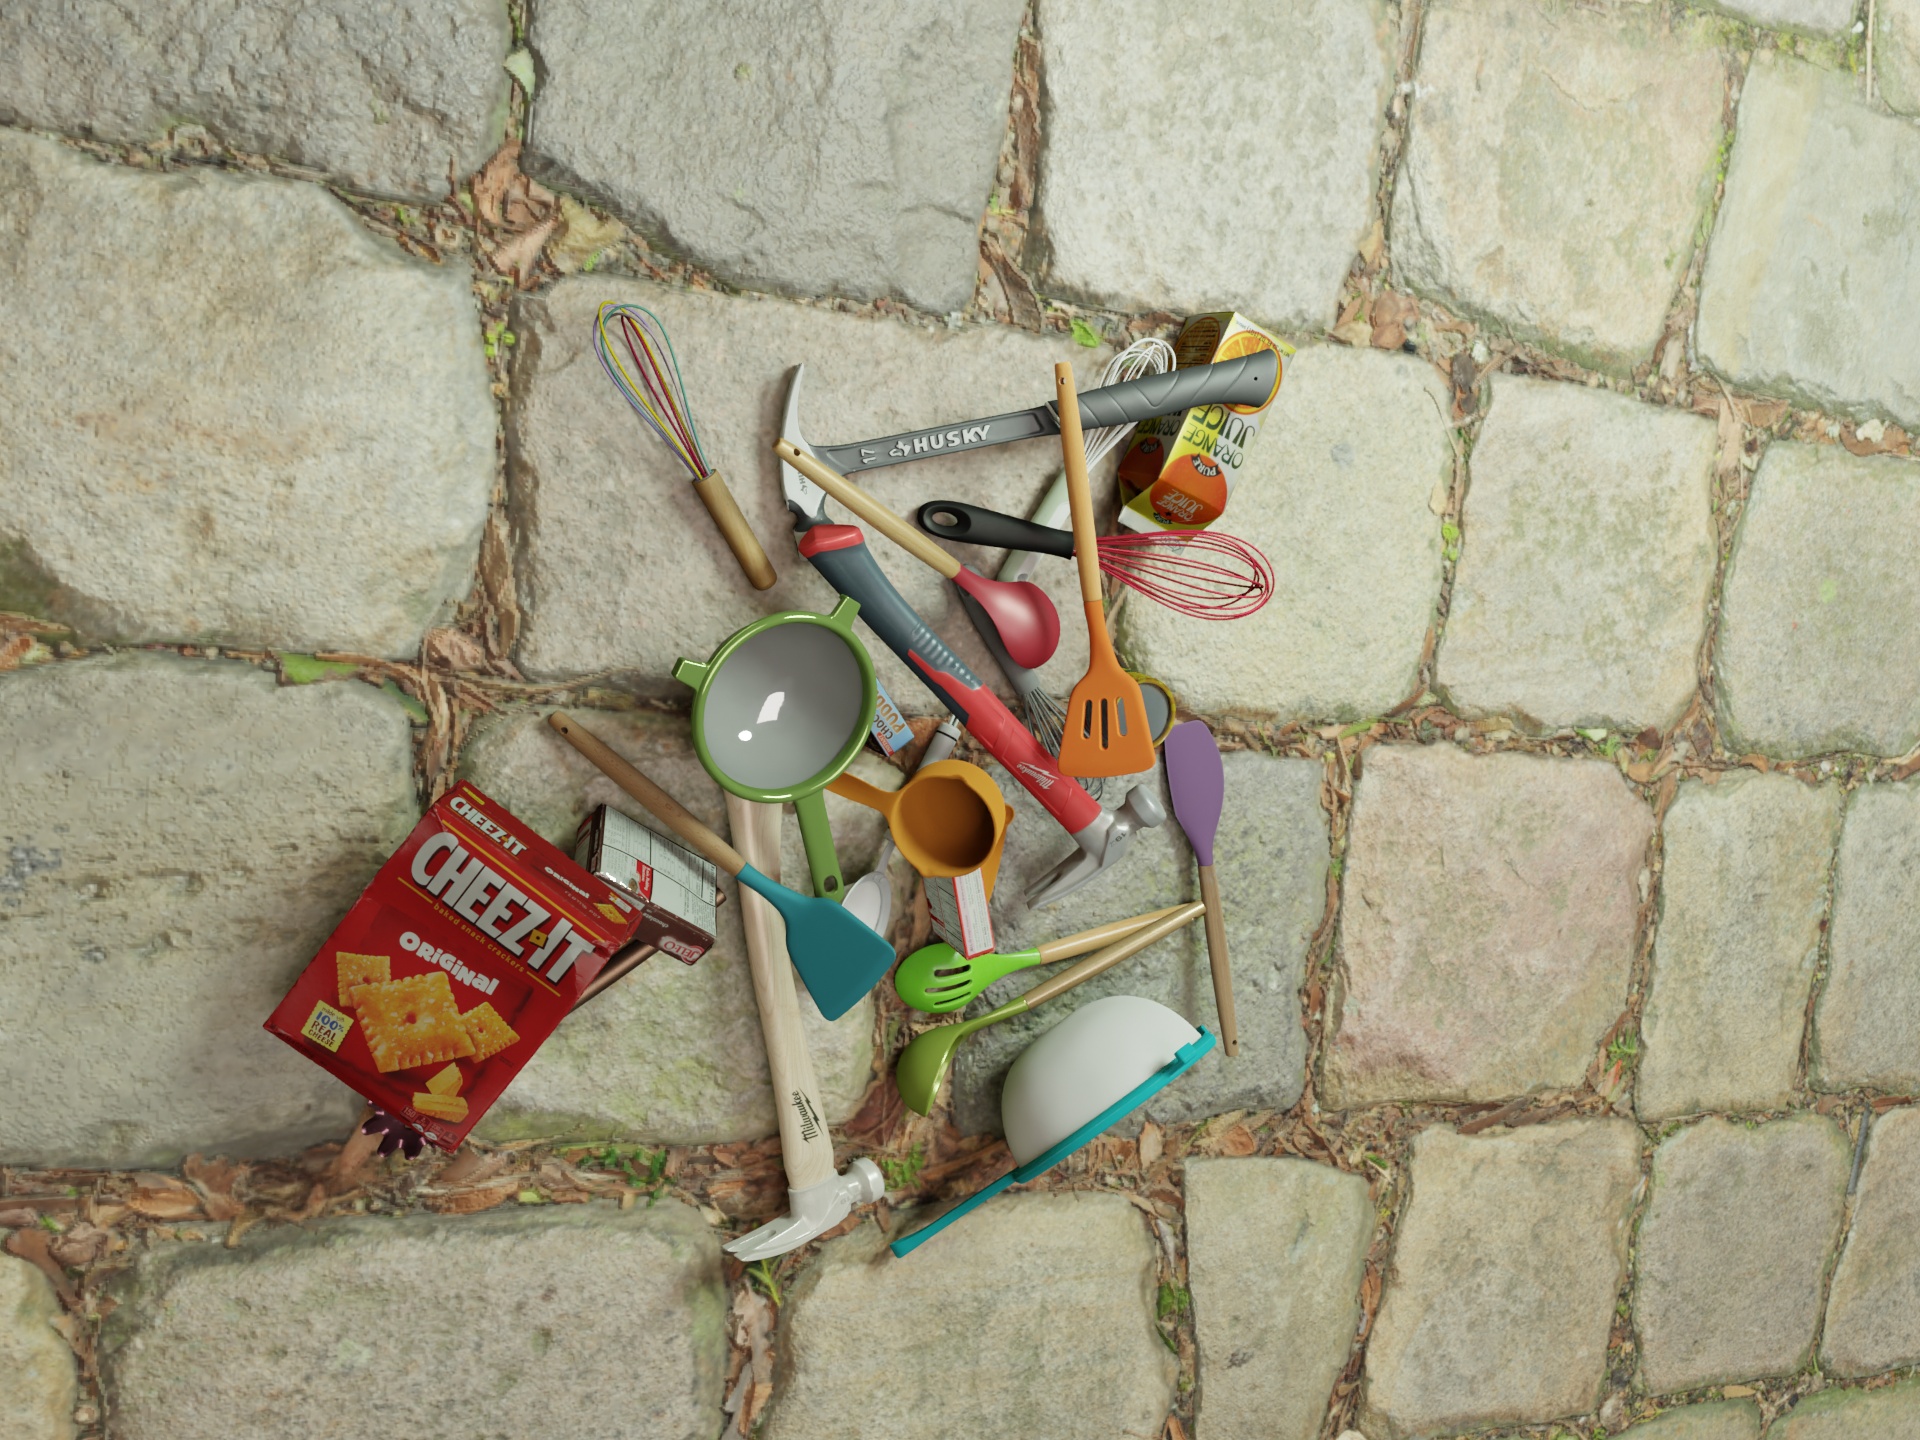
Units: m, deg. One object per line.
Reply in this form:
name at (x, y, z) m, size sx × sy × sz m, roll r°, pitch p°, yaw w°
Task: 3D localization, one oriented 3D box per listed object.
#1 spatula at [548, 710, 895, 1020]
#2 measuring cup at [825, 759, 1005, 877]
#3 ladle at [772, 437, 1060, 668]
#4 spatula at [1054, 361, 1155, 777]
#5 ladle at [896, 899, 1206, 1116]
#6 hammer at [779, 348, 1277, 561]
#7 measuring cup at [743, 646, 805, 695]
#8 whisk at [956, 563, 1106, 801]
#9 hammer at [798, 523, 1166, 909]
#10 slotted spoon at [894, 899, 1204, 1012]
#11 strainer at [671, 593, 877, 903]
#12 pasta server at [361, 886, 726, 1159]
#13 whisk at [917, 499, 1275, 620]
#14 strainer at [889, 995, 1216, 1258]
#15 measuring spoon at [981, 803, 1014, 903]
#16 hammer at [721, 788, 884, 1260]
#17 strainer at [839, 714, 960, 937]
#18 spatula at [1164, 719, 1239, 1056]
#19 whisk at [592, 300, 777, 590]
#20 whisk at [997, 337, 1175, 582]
spatula at (-0.189, 0.101, 1.213) m, size 0.317 × 0.044 × 0.082 m, roll 41°, pitch 107°, yaw -10°
measuring cup at (-0.046, 0.059, 1.269) m, size 0.173 × 0.052 × 0.095 m, roll 23°, pitch 114°, yaw 9°
ladle at (-0.024, -0.130, 1.232) m, size 0.315 × 0.031 × 0.069 m, roll 33°, pitch 65°, yaw -35°
spatula at (0.098, -0.117, 1.243) m, size 0.081 × 0.041 × 0.322 m, roll -5°, pitch 100°, yaw 21°
ladle at (0.085, 0.245, 1.388) m, size 0.320 × 0.078 × 0.062 m, roll -26°, pitch 68°, yaw -14°
hammer at (0.056, -0.240, 1.252) m, size 0.409 × 0.036 × 0.149 m, roll -13°, pitch 104°, yaw -8°
measuring cup at (-0.137, 0.000, 1.261) m, size 0.062 × 0.029 × 0.156 m, roll -17°, pitch 105°, yaw -20°
whisk at (0.058, -0.029, 1.338) m, size 0.055 × 0.055 × 0.238 m, roll -35°, pitch 109°, yaw -14°
hammer at (-0.002, -0.004, 1.279) m, size 0.143 × 0.038 × 0.386 m, roll -39°, pitch 115°, yaw 12°
slotted spoon at (0.091, 0.201, 1.412) m, size 0.313 × 0.031 × 0.070 m, roll -12°, pitch 116°, yaw -24°
strainer at (-0.134, 0.027, 1.226) m, size 0.151 × 0.069 × 0.256 m, roll -24°, pitch 122°, yaw -23°
pasta server at (-0.313, 0.225, 1.227) m, size 0.316 × 0.040 × 0.060 m, roll -35°, pitch 93°, yaw -15°
whisk at (0.110, -0.136, 1.285) m, size 0.296 × 0.073 × 0.073 m, roll 12°, pitch 97°, yaw -1°
strainer at (0.059, 0.339, 1.384) m, size 0.340 × 0.211 × 0.095 m, roll -36°, pitch 78°, yaw 7°
measuring spoon at (0.022, 0.126, 1.376) m, size 0.021 × 0.011 × 0.117 m, roll 12°, pitch 99°, yaw -27°
hammer at (-0.155, 0.232, 1.287) m, size 0.146 × 0.038 × 0.410 m, roll -18°, pitch 106°, yaw -37°
strainer at (-0.058, 0.103, 1.316) m, size 0.258 × 0.050 × 0.086 m, roll -63°, pitch 152°, yaw -8°
spatula at (0.230, 0.156, 1.455) m, size 0.059 × 0.018 × 0.316 m, roll -12°, pitch 98°, yaw -25°
whisk at (-0.200, -0.203, 1.187) m, size 0.051 × 0.047 × 0.244 m, roll -30°, pitch 117°, yaw -3°
whisk at (0.101, -0.211, 1.319) m, size 0.246 × 0.059 × 0.057 m, roll -58°, pitch 144°, yaw 1°
